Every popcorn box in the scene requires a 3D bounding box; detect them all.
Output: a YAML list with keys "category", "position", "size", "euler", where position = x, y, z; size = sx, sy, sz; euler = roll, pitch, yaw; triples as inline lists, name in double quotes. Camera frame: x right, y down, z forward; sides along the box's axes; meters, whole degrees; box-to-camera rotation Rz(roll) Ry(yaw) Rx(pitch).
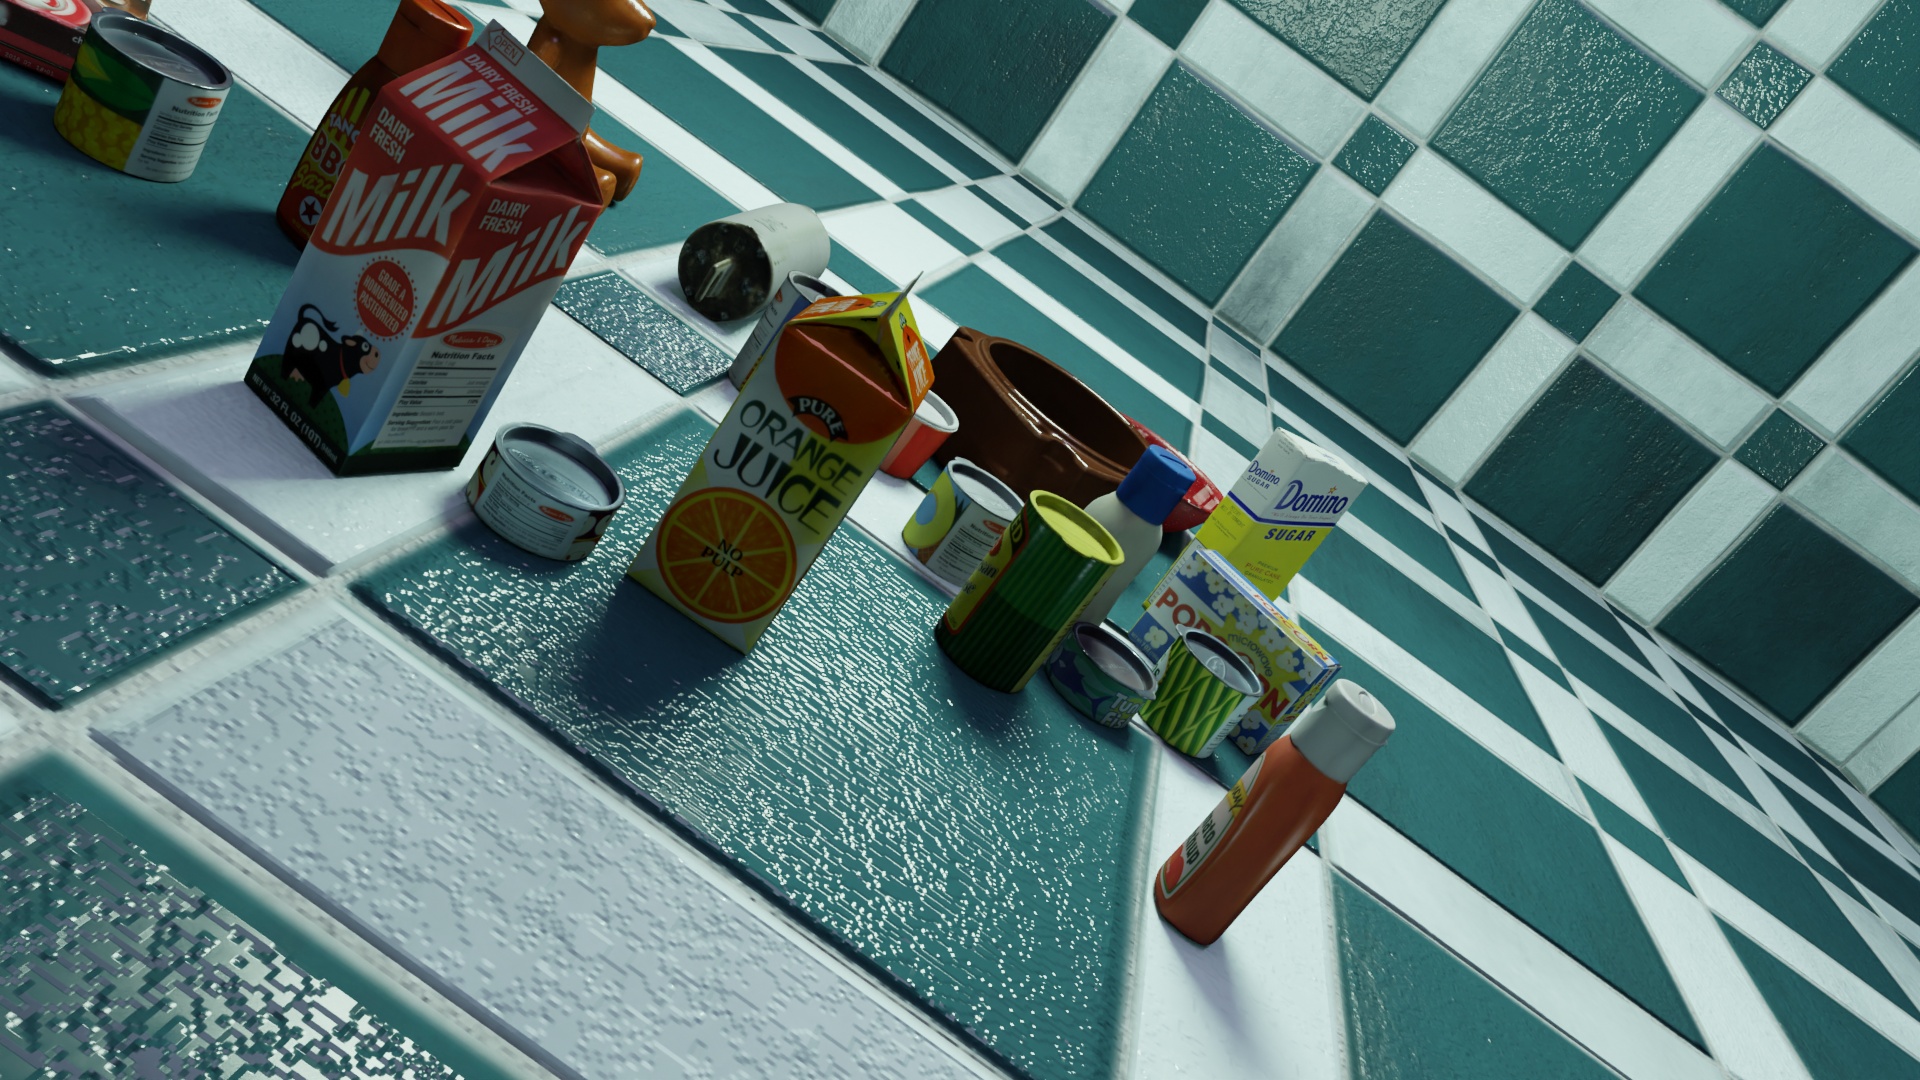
- category: "popcorn box"
  position: [0.192, 0.077, 0.986]
  size: [0.127, 0.085, 0.038]
  euler: [46, 21, 25]

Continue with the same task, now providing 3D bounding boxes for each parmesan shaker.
- category: "parmesan shaker"
  position: [0.039, 0.031, 0.811]
  size: [0.071, 0.102, 0.071]
  euler: [32, 20, -13]

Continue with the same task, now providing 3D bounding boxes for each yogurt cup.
- category: "yogurt cup"
  position: [-0.043, -0.081, 1.004]
  size: [0.072, 0.053, 0.073]
  euler: [32, 20, -13]

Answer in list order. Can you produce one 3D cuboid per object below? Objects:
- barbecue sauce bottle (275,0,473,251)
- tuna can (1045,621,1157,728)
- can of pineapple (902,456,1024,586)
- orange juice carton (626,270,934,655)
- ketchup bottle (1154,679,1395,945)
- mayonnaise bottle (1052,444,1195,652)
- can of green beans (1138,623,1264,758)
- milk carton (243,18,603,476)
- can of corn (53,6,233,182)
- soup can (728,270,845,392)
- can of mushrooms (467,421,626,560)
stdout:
- category: "barbecue sauce bottle"
  position: [-0.307, -0.216, 0.736]
  size: [0.065, 0.148, 0.044]
  euler: [41, 20, 14]
- category: "tuna can"
  position: [0.090, 0.086, 0.875]
  size: [0.071, 0.032, 0.071]
  euler: [31, 20, -13]
- category: "can of pineapple"
  position: [0.003, -0.011, 0.917]
  size: [0.071, 0.057, 0.071]
  euler: [32, 20, -13]
- category: "orange juice carton"
  position: [-0.075, -0.047, 0.670]
  size: [0.073, 0.192, 0.072]
  euler: [35, 19, -5]
- category: "ketchup bottle"
  position: [0.159, 0.136, 0.705]
  size: [0.043, 0.148, 0.065]
  euler: [37, 19, 2]
- category: "mayonnaise bottle"
  position: [0.092, 0.007, 0.888]
  size: [0.065, 0.147, 0.041]
  euler: [17, 27, -44]
- category: "can of green beans"
  position: [0.156, 0.100, 0.915]
  size: [0.071, 0.057, 0.071]
  euler: [32, 20, -13]
- category: "milk carton"
  position: [-0.224, -0.125, 0.602]
  size: [0.072, 0.190, 0.073]
  euler: [42, 20, 16]
- category: "can of corn"
  position: [-0.419, -0.227, 0.709]
  size: [0.071, 0.058, 0.071]
  euler: [32, 20, -13]
- category: "soup can"
  position: [-0.110, -0.133, 0.966]
  size: [0.071, 0.083, 0.071]
  euler: [32, 20, -13]
- category: "can of mushrooms"
  position: [-0.195, -0.024, 0.656]
  size: [0.071, 0.033, 0.071]
  euler: [31, 20, -13]
